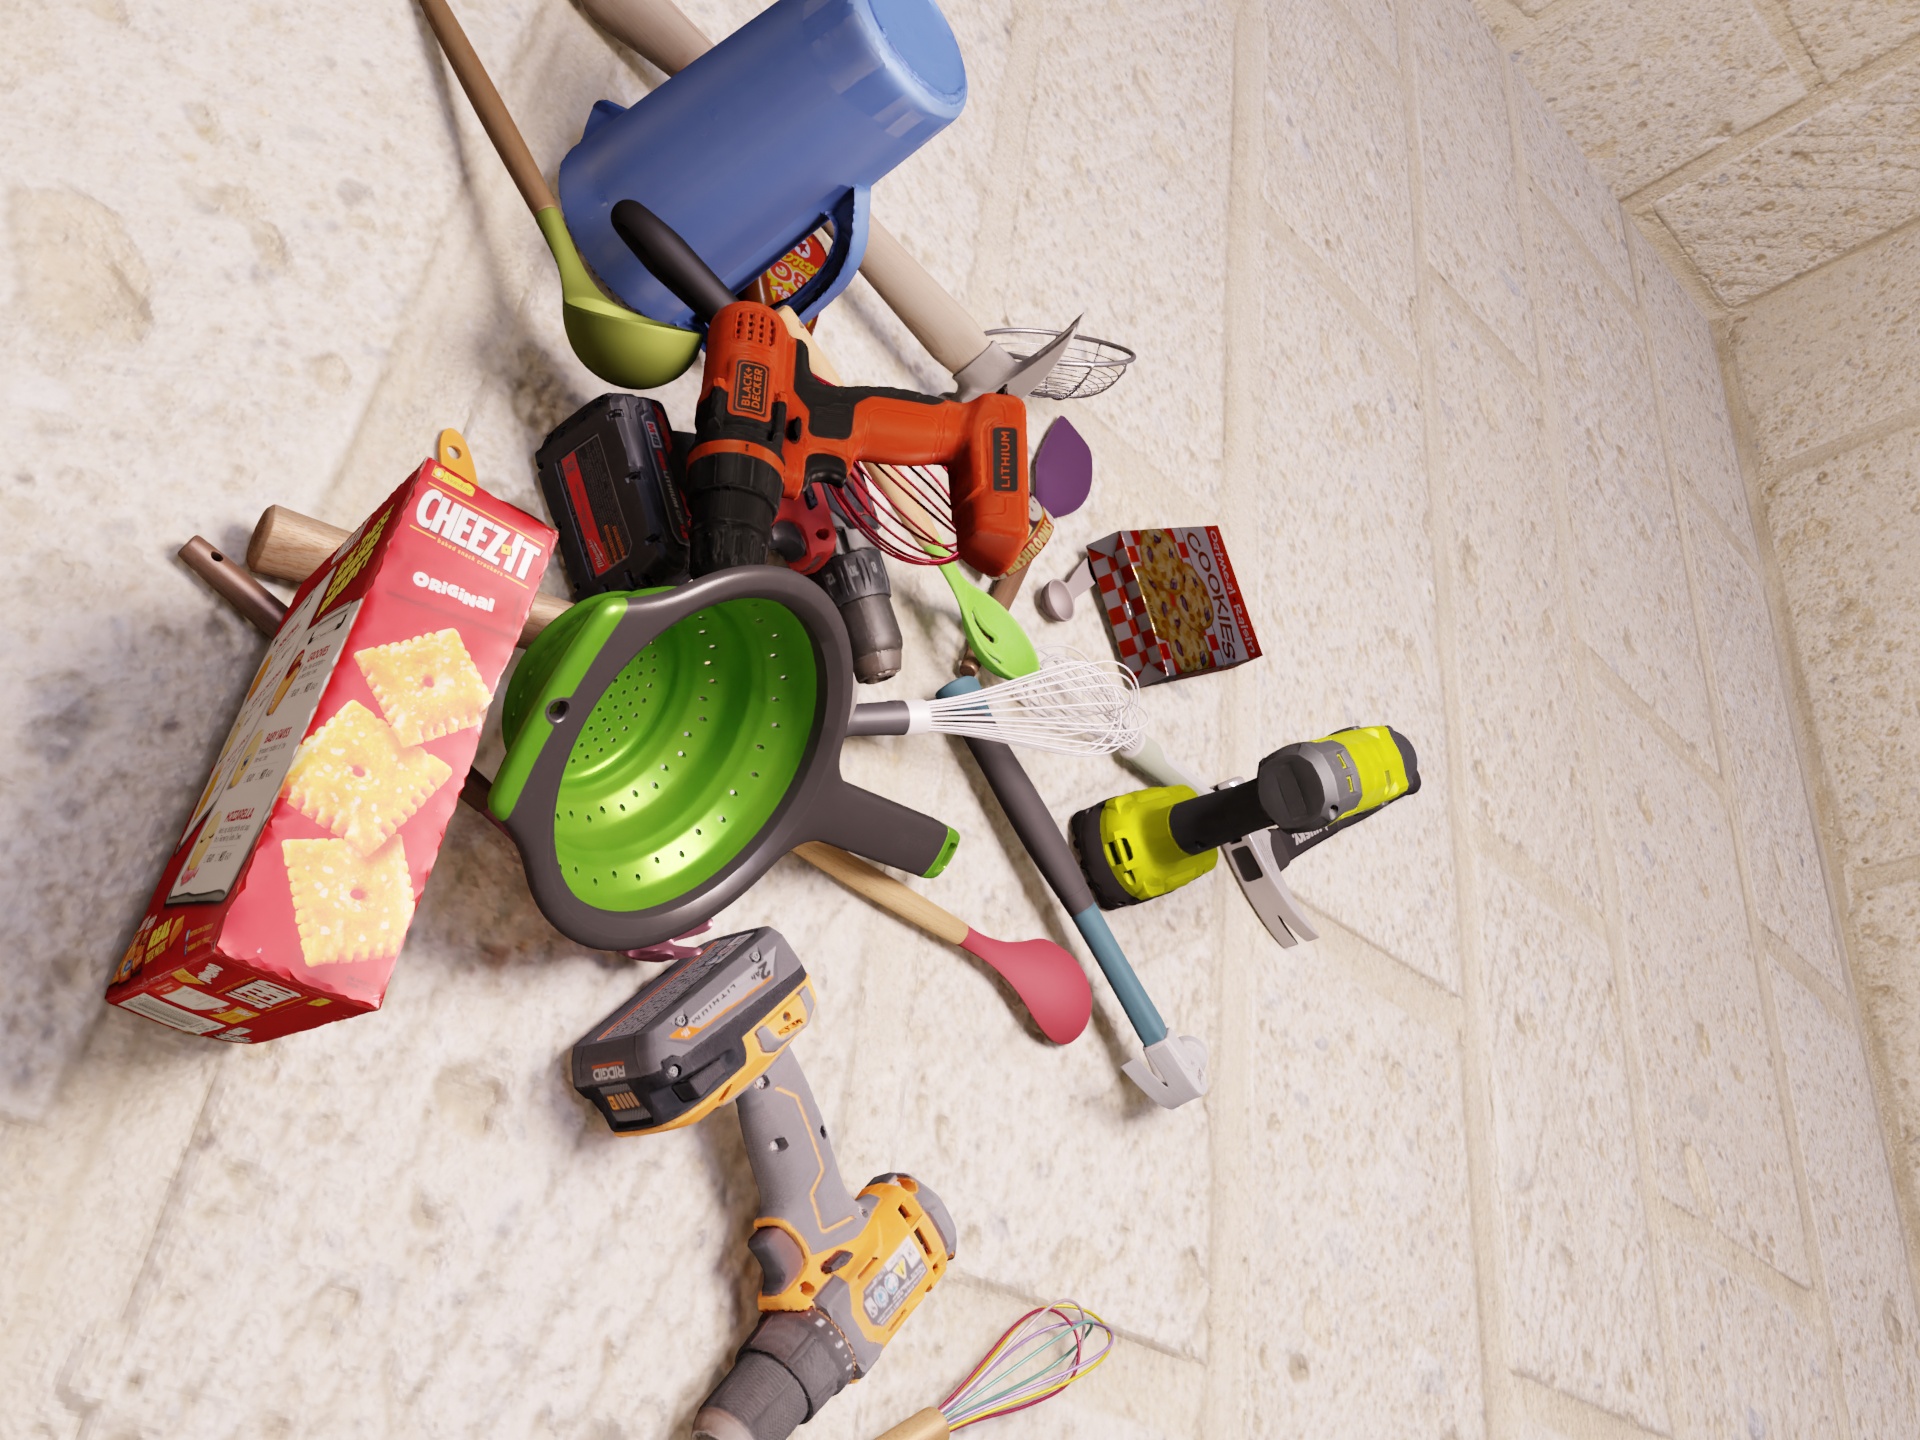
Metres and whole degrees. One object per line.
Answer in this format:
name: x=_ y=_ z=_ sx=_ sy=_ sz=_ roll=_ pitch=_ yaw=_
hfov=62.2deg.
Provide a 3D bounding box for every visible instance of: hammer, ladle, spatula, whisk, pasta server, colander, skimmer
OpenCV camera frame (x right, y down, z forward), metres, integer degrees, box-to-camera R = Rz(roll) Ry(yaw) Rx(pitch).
hammer: x=0.333 y=0.090 z=1.408 sx=0.334 sy=0.035 sz=0.146 roll=-17 pitch=83 yaw=-51
ladle: x=-0.019 y=0.123 z=1.006 sx=0.315 sy=0.031 sz=0.069 roll=34 pitch=44 yaw=-30
hammer: x=-0.094 y=-0.375 z=1.103 sx=0.410 sy=0.146 sz=0.038 roll=44 pitch=45 yaw=-18
spatula: x=0.054 y=-0.136 z=1.225 sx=0.059 sy=0.018 sz=0.316 roll=48 pitch=41 yaw=-21
whisk: x=0.126 y=0.013 z=1.210 sx=0.246 sy=0.059 sz=0.058 roll=36 pitch=20 yaw=-36
pasta server: x=-0.251 y=0.019 z=0.791 sx=0.316 sy=0.040 sz=0.060 roll=45 pitch=31 yaw=-21
colander: x=-0.119 y=0.023 z=0.852 sx=0.204 sy=0.095 sz=0.396 roll=-60 pitch=150 yaw=0
skimmer: x=-0.016 y=-0.372 z=1.212 sx=0.363 sy=0.090 sz=0.127 roll=41 pitch=13 yaw=-23
whisk: x=-0.001 y=0.382 z=0.888 sx=0.245 sy=0.051 sz=0.047 roll=-10 pitch=58 yaw=-46
whisk: x=-0.097 y=-0.199 z=0.950 sx=0.295 sy=0.073 sz=0.073 roll=44 pitch=42 yaw=-7
ladle: x=-0.242 y=-0.320 z=0.916 sx=0.078 sy=0.062 sz=0.320 roll=-6 pitch=62 yaw=-56
hammer: x=-0.200 y=-0.047 z=0.842 sx=0.331 sy=0.130 sz=0.031 roll=18 pitch=28 yaw=-33
whisk: x=-0.002 y=-0.004 z=1.023 sx=0.284 sy=0.070 sz=0.070 roll=-2 pitch=72 yaw=-28
hammer: x=0.077 y=0.117 z=1.088 sx=0.331 sy=0.033 sz=0.128 roll=60 pitch=13 yaw=1

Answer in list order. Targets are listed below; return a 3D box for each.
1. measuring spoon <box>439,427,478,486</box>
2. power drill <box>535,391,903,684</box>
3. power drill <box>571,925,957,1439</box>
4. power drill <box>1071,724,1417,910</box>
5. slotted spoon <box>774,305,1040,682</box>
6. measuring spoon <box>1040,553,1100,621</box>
measuring spoon: x=-0.269 y=-0.106 z=0.859 sx=0.021 sy=0.011 sz=0.117 roll=5 pitch=64 yaw=-46
power drill: x=-0.128 y=-0.107 z=0.965 sx=0.226 sy=0.080 sz=0.188 roll=-8 pitch=77 yaw=-53
power drill: x=-0.107 y=0.243 z=0.808 sx=0.185 sy=0.084 sz=0.226 roll=-39 pitch=106 yaw=-48
power drill: x=0.206 y=0.062 z=1.130 sx=0.171 sy=0.223 sz=0.080 roll=-10 pitch=79 yaw=-50
slotted spoon: x=-0.034 y=-0.140 z=1.046 sx=0.313 sy=0.031 sz=0.070 roll=55 pitch=25 yaw=-31
measuring spoon: x=0.089 y=-0.108 z=1.258 sx=0.034 sy=0.018 sz=0.124 roll=63 pitch=32 yaw=-12
